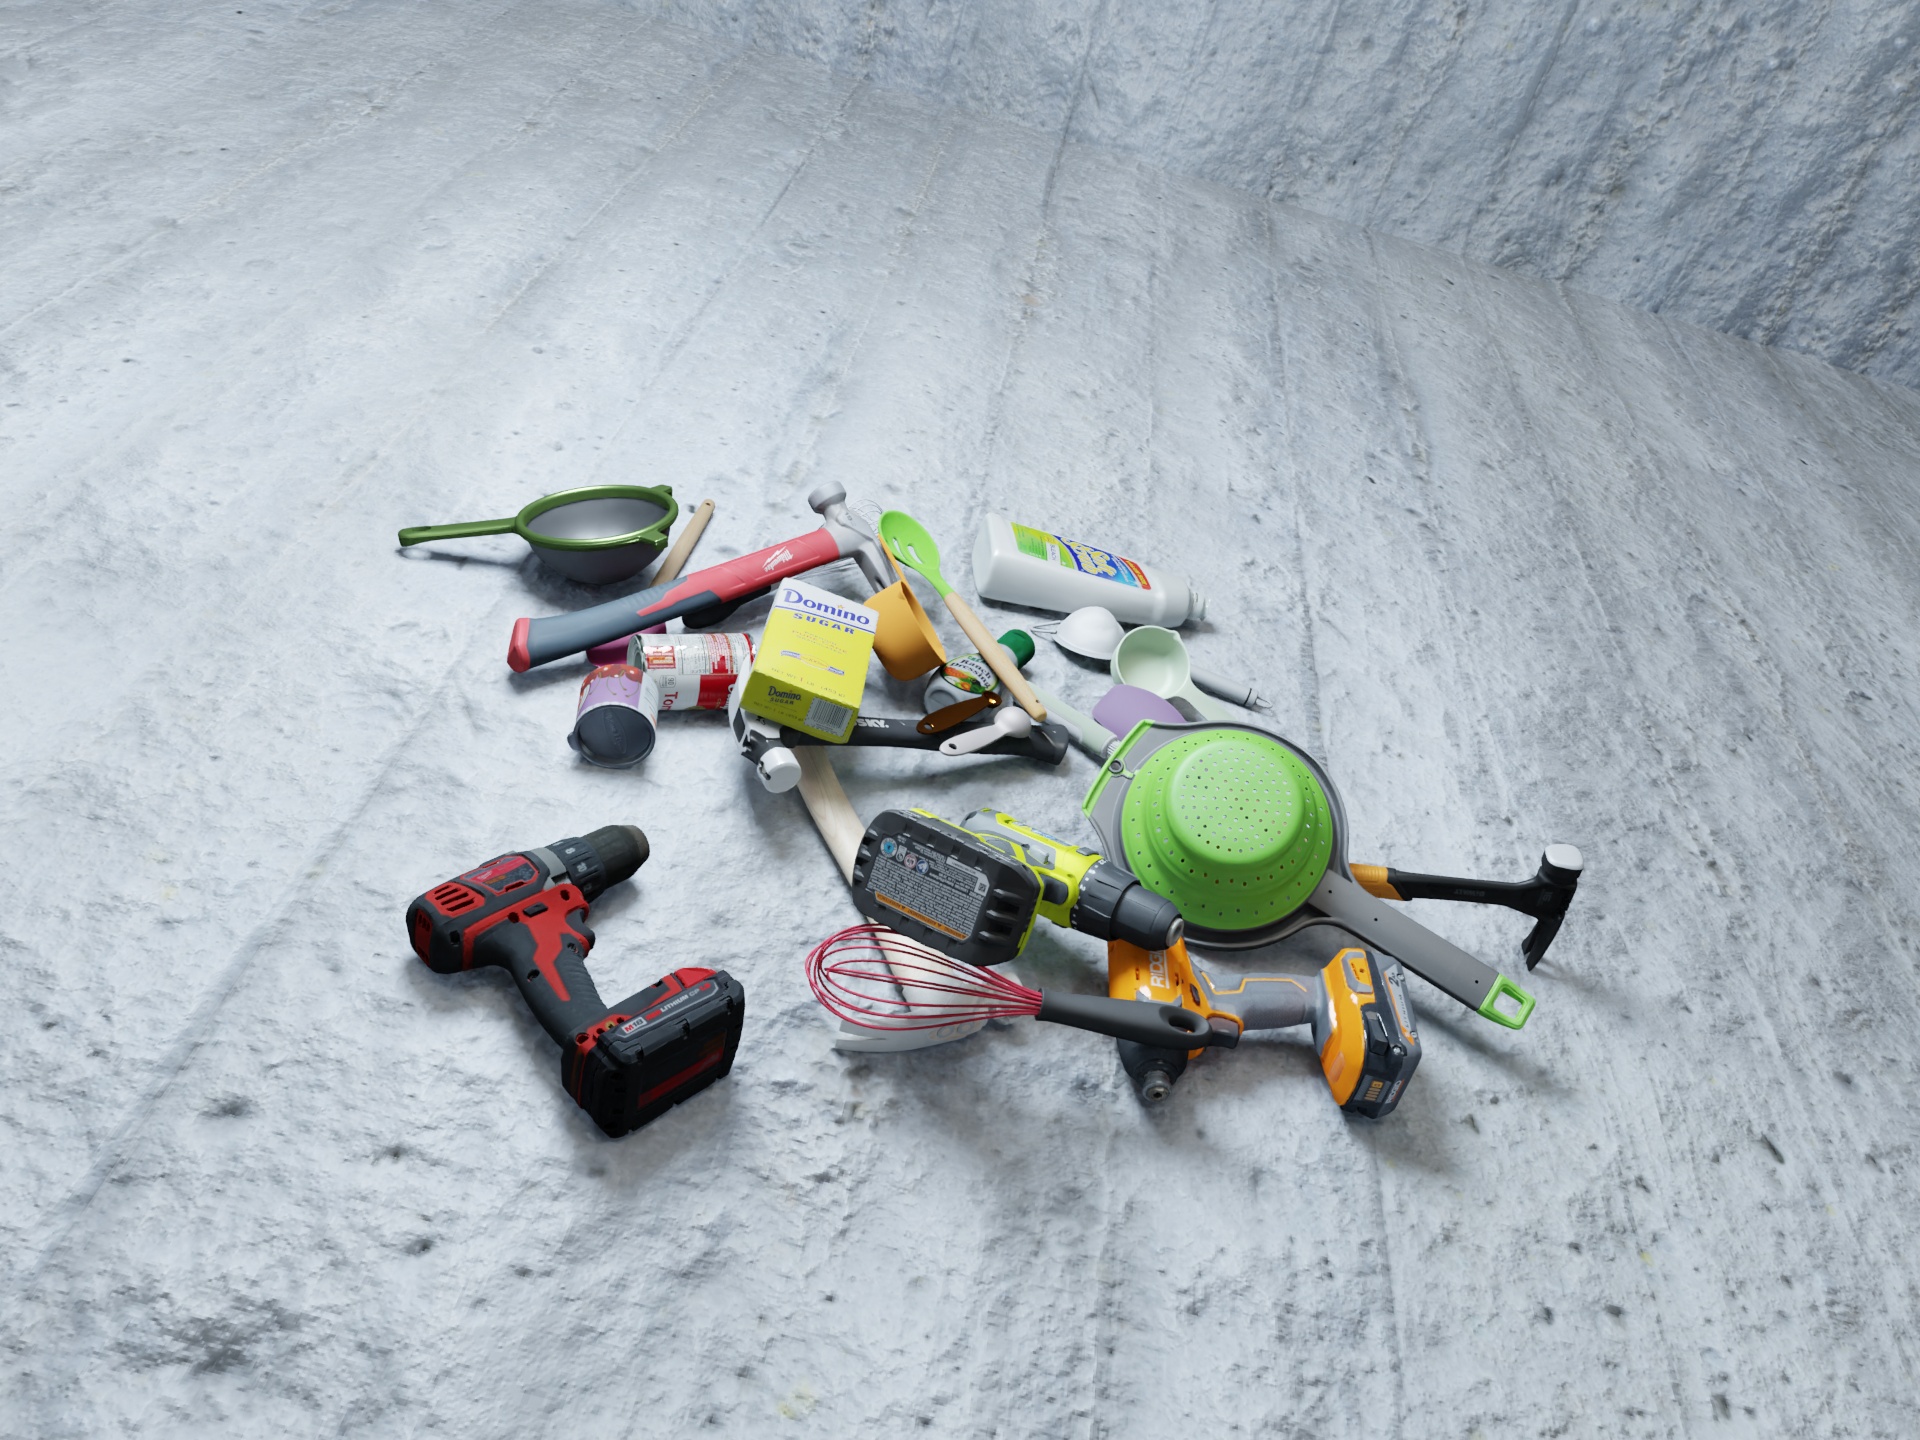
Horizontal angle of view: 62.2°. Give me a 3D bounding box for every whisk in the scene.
[{"bbox_3d":[0.036,0.195,1.119,0.295,0.073,0.073,11,36,-7],"label":"whisk"},{"bbox_3d":[0.142,0.029,1.465,0.246,0.057,0.059,33,46,28],"label":"whisk"},{"bbox_3d":[-0.166,-0.149,1.567,0.070,0.070,0.284,36,45,24],"label":"whisk"}]

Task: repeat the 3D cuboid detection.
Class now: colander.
[{"bbox_3d":[0.288,0.122,1.285,0.397,0.094,0.204,32,73,14],"label":"colander"}]

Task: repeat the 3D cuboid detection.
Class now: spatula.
[{"bbox_3d":[0.253,0.065,1.476,0.316,0.018,0.060,39,77,24],"label":"spatula"}]

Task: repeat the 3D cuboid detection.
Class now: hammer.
[{"bbox_3d":[0.352,0.144,1.373,0.337,0.127,0.034,6,38,1],"label":"hammer"},{"bbox_3d":[-0.229,-0.106,1.455,0.386,0.038,0.143,-25,81,-36],"label":"hammer"},{"bbox_3d":[-0.099,0.097,1.284,0.146,0.038,0.411,-6,42,-27],"label":"hammer"},{"bbox_3d":[-0.044,0.009,1.379,0.334,0.035,0.146,3,36,-34],"label":"hammer"}]

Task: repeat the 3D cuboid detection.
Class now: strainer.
[{"bbox_3d":[-0.389,-0.160,1.487,0.256,0.069,0.152,-6,29,-5],"label":"strainer"},{"bbox_3d":[0.198,-0.065,1.617,0.258,0.050,0.087,22,28,1],"label":"strainer"}]

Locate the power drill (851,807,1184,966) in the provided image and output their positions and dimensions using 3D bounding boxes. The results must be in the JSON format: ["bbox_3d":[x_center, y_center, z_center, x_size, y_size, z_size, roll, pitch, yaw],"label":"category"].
[{"bbox_3d":[0.045,0.122,1.158,0.191,0.080,0.228,22,8,28],"label":"power drill"}]

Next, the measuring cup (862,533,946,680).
[{"bbox_3d":[-0.069,-0.109,1.494,0.052,0.095,0.174,-30,50,6],"label":"measuring cup"}]

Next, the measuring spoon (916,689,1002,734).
[{"bbox_3d":[-0.002,-0.004,1.391,0.021,0.011,0.117,42,37,19],"label":"measuring spoon"}]

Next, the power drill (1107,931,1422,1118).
[{"bbox_3d":[0.224,0.233,1.203,0.226,0.084,0.164,10,37,-3],"label":"power drill"}]

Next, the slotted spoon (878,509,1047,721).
[{"bbox_3d":[0.000,-0.102,1.519,0.070,0.031,0.314,4,37,-39],"label":"slotted spoon"}]

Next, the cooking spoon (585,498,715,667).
[{"bbox_3d":[-0.285,-0.134,1.524,0.068,0.017,0.319,19,36,-3],"label":"cooking spoon"}]

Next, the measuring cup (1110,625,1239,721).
[{"bbox_3d":[0.220,-0.024,1.571,0.167,0.038,0.083,39,73,-1],"label":"measuring cup"}]

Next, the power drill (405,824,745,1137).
[{"bbox_3d":[-0.247,0.162,1.106,0.227,0.080,0.188,36,39,28],"label":"power drill"}]

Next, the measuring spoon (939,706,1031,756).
[{"bbox_3d":[0.023,0.009,1.377,0.034,0.018,0.124,39,33,22],"label":"measuring spoon"}]
